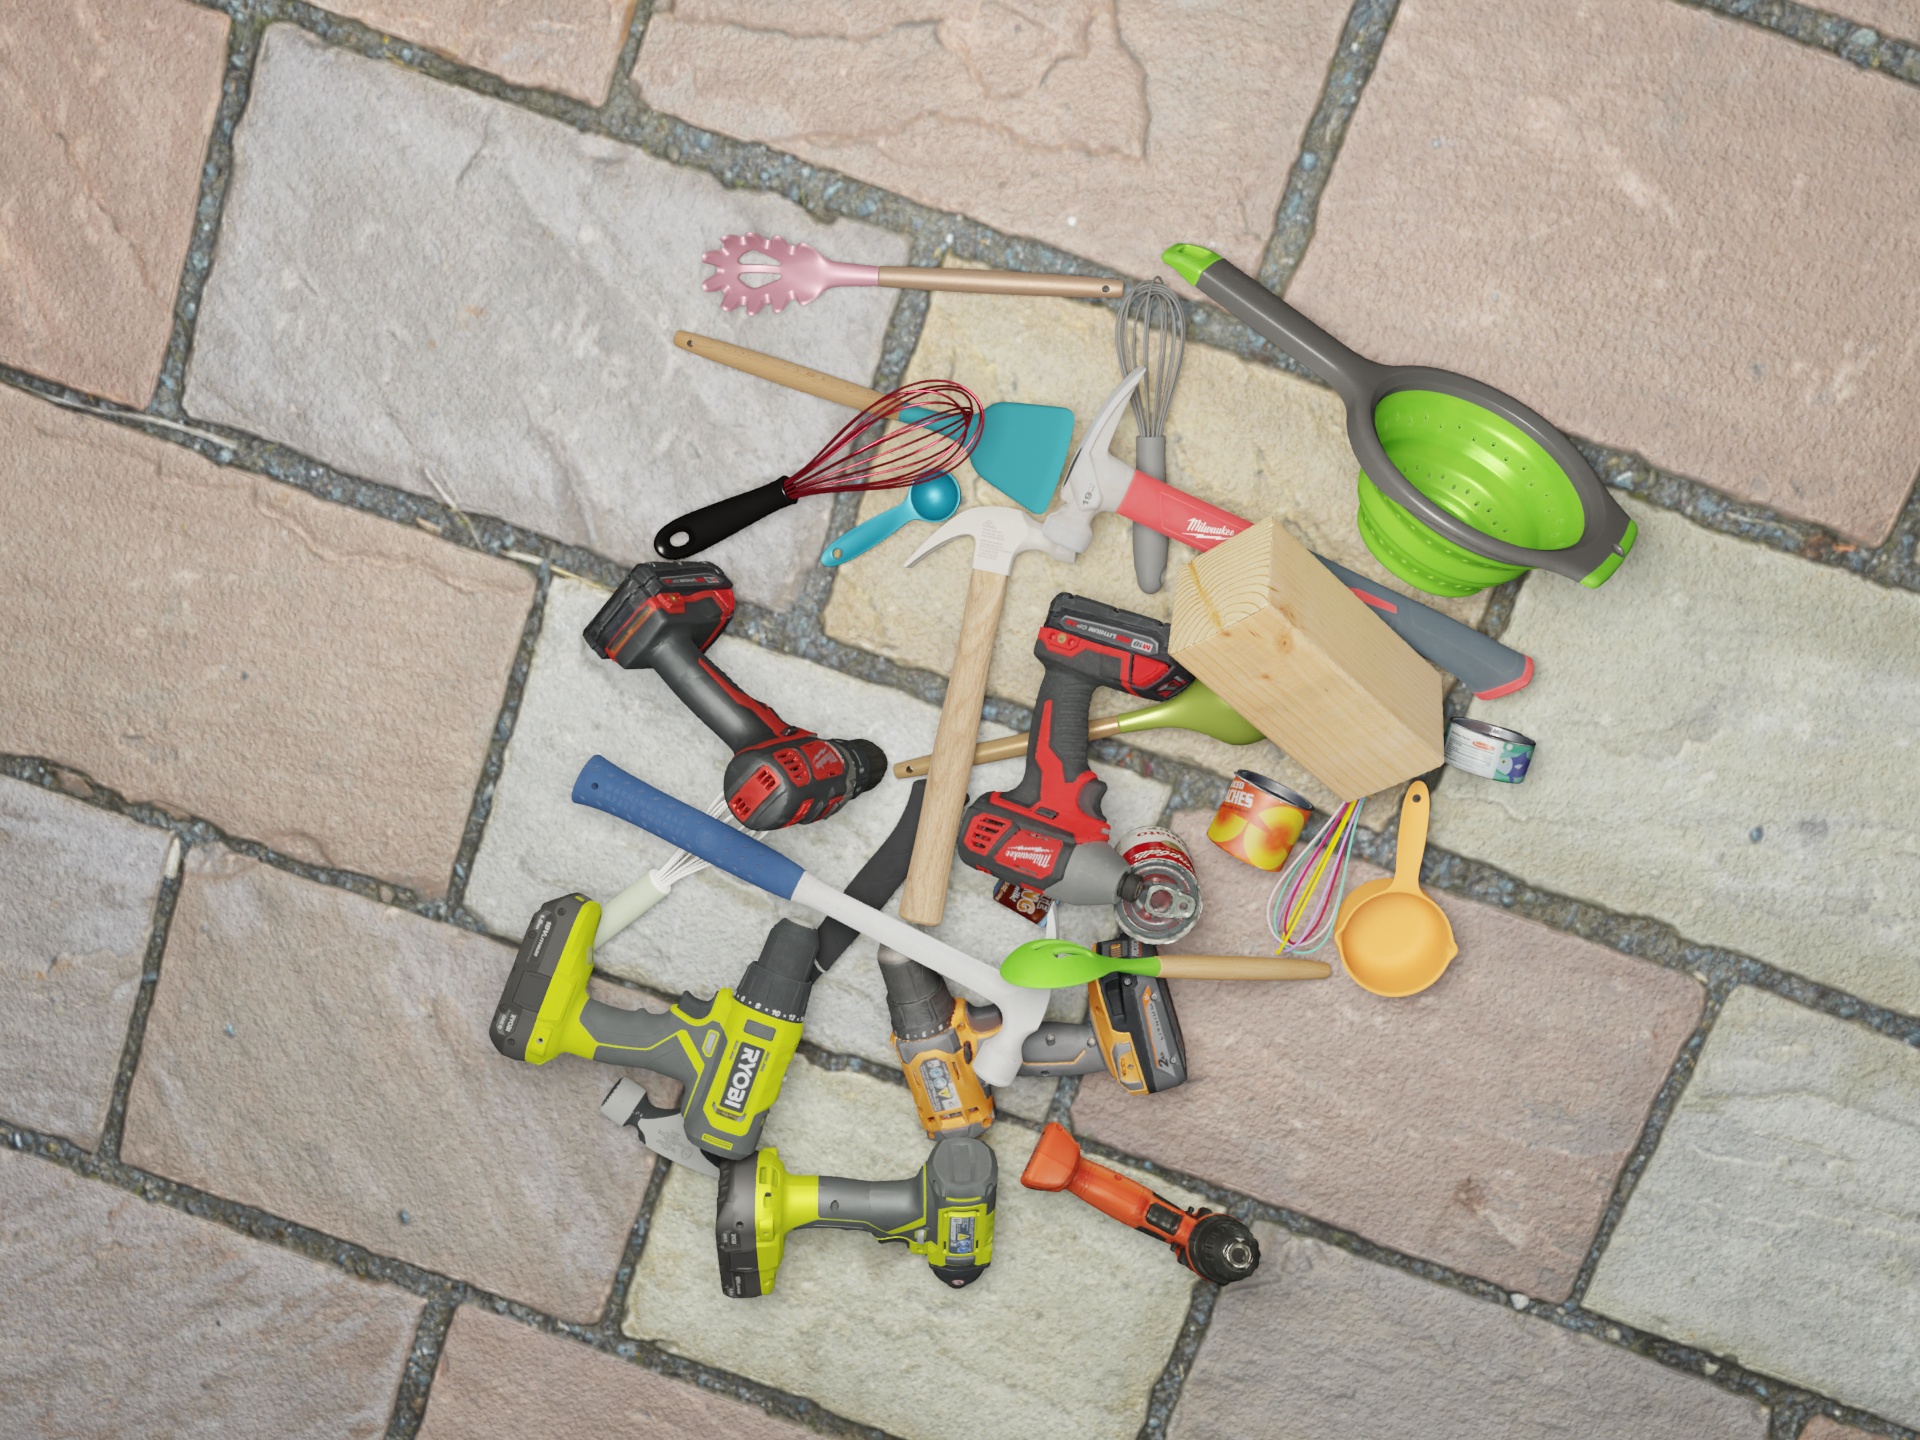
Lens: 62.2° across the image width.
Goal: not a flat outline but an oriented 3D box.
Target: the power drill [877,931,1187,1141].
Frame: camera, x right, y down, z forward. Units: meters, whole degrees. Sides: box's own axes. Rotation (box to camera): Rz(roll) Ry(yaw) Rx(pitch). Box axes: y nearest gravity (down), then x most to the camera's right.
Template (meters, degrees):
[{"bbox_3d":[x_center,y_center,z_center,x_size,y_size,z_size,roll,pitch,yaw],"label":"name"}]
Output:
[{"bbox_3d":[0.051,0.233,1.274,0.226,0.084,0.185,-15,108,10],"label":"power drill"}]

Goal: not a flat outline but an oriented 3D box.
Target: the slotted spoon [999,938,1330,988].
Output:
[{"bbox_3d":[0.166,0.186,1.209,0.313,0.070,0.031,7,97,-33],"label":"slotted spoon"}]

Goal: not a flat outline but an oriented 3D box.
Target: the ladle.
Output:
[{"bbox_3d":[0.102,0.006,1.260,0.320,0.062,0.078,-12,97,13],"label":"ladle"}]

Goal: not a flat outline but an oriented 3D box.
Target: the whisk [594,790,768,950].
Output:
[{"bbox_3d":[-0.240,0.127,1.303,0.246,0.059,0.058,-37,59,14],"label":"whisk"}]

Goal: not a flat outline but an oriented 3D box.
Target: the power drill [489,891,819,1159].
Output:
[{"bbox_3d":[-0.235,0.220,1.259,0.228,0.080,0.190,20,86,-2],"label":"power drill"}]

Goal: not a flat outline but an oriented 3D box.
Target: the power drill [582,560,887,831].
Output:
[{"bbox_3d":[-0.160,-0.016,1.220,0.080,0.188,0.227,-46,77,21],"label":"power drill"}]

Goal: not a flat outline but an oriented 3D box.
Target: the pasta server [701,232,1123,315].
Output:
[{"bbox_3d":[-0.035,-0.333,1.200,0.316,0.040,0.060,4,113,2],"label":"pasta server"}]

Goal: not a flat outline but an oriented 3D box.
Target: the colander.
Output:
[{"bbox_3d":[0.295,-0.208,1.170,0.397,0.204,0.094,39,137,12],"label":"colander"}]

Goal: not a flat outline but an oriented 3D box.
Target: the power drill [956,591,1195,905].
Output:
[{"bbox_3d":[0.096,0.028,1.189,0.143,0.078,0.220,20,88,23],"label":"power drill"}]

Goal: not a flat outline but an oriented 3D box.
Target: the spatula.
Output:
[{"bbox_3d":[-0.071,-0.245,1.216,0.317,0.044,0.082,18,108,2],"label":"spatula"}]

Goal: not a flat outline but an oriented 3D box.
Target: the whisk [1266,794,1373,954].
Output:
[{"bbox_3d":[0.304,0.077,1.247,0.051,0.047,0.245,30,99,38],"label":"whisk"}]

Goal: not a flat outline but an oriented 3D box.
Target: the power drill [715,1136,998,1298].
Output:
[{"bbox_3d":[-0.083,0.415,1.306,0.223,0.080,0.171,0,130,-3],"label":"power drill"}]

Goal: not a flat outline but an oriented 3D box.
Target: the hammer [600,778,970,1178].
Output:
[{"bbox_3d":[-0.125,0.213,1.314,0.149,0.036,0.409,37,101,-4],"label":"hammer"}]

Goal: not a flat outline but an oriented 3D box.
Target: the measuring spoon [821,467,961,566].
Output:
[{"bbox_3d":[-0.054,-0.155,1.250,0.128,0.021,0.042,-28,86,18],"label":"measuring spoon"}]

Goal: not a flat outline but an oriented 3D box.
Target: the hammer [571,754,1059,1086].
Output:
[{"bbox_3d":[-0.113,0.127,1.228,0.405,0.035,0.144,26,96,7],"label":"hammer"}]

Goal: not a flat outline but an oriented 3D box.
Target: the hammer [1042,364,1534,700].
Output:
[{"bbox_3d":[0.264,-0.125,1.194,0.386,0.038,0.143,23,105,-7],"label":"hammer"}]

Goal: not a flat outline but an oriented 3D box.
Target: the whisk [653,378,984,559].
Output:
[{"bbox_3d":[-0.113,-0.181,1.206,0.296,0.073,0.073,-20,99,23],"label":"whisk"}]

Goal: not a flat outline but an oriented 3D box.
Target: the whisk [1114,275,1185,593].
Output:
[{"bbox_3d":[0.145,-0.213,1.206,0.055,0.055,0.239,-1,104,4],"label":"whisk"}]

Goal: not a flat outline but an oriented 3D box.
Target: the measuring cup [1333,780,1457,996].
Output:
[{"bbox_3d":[0.345,0.128,1.254,0.095,0.052,0.173,6,99,3],"label":"measuring cup"}]

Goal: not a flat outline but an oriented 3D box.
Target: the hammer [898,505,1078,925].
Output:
[{"bbox_3d":[-0.002,-0.004,1.241,0.130,0.031,0.331,12,93,7],"label":"hammer"}]
